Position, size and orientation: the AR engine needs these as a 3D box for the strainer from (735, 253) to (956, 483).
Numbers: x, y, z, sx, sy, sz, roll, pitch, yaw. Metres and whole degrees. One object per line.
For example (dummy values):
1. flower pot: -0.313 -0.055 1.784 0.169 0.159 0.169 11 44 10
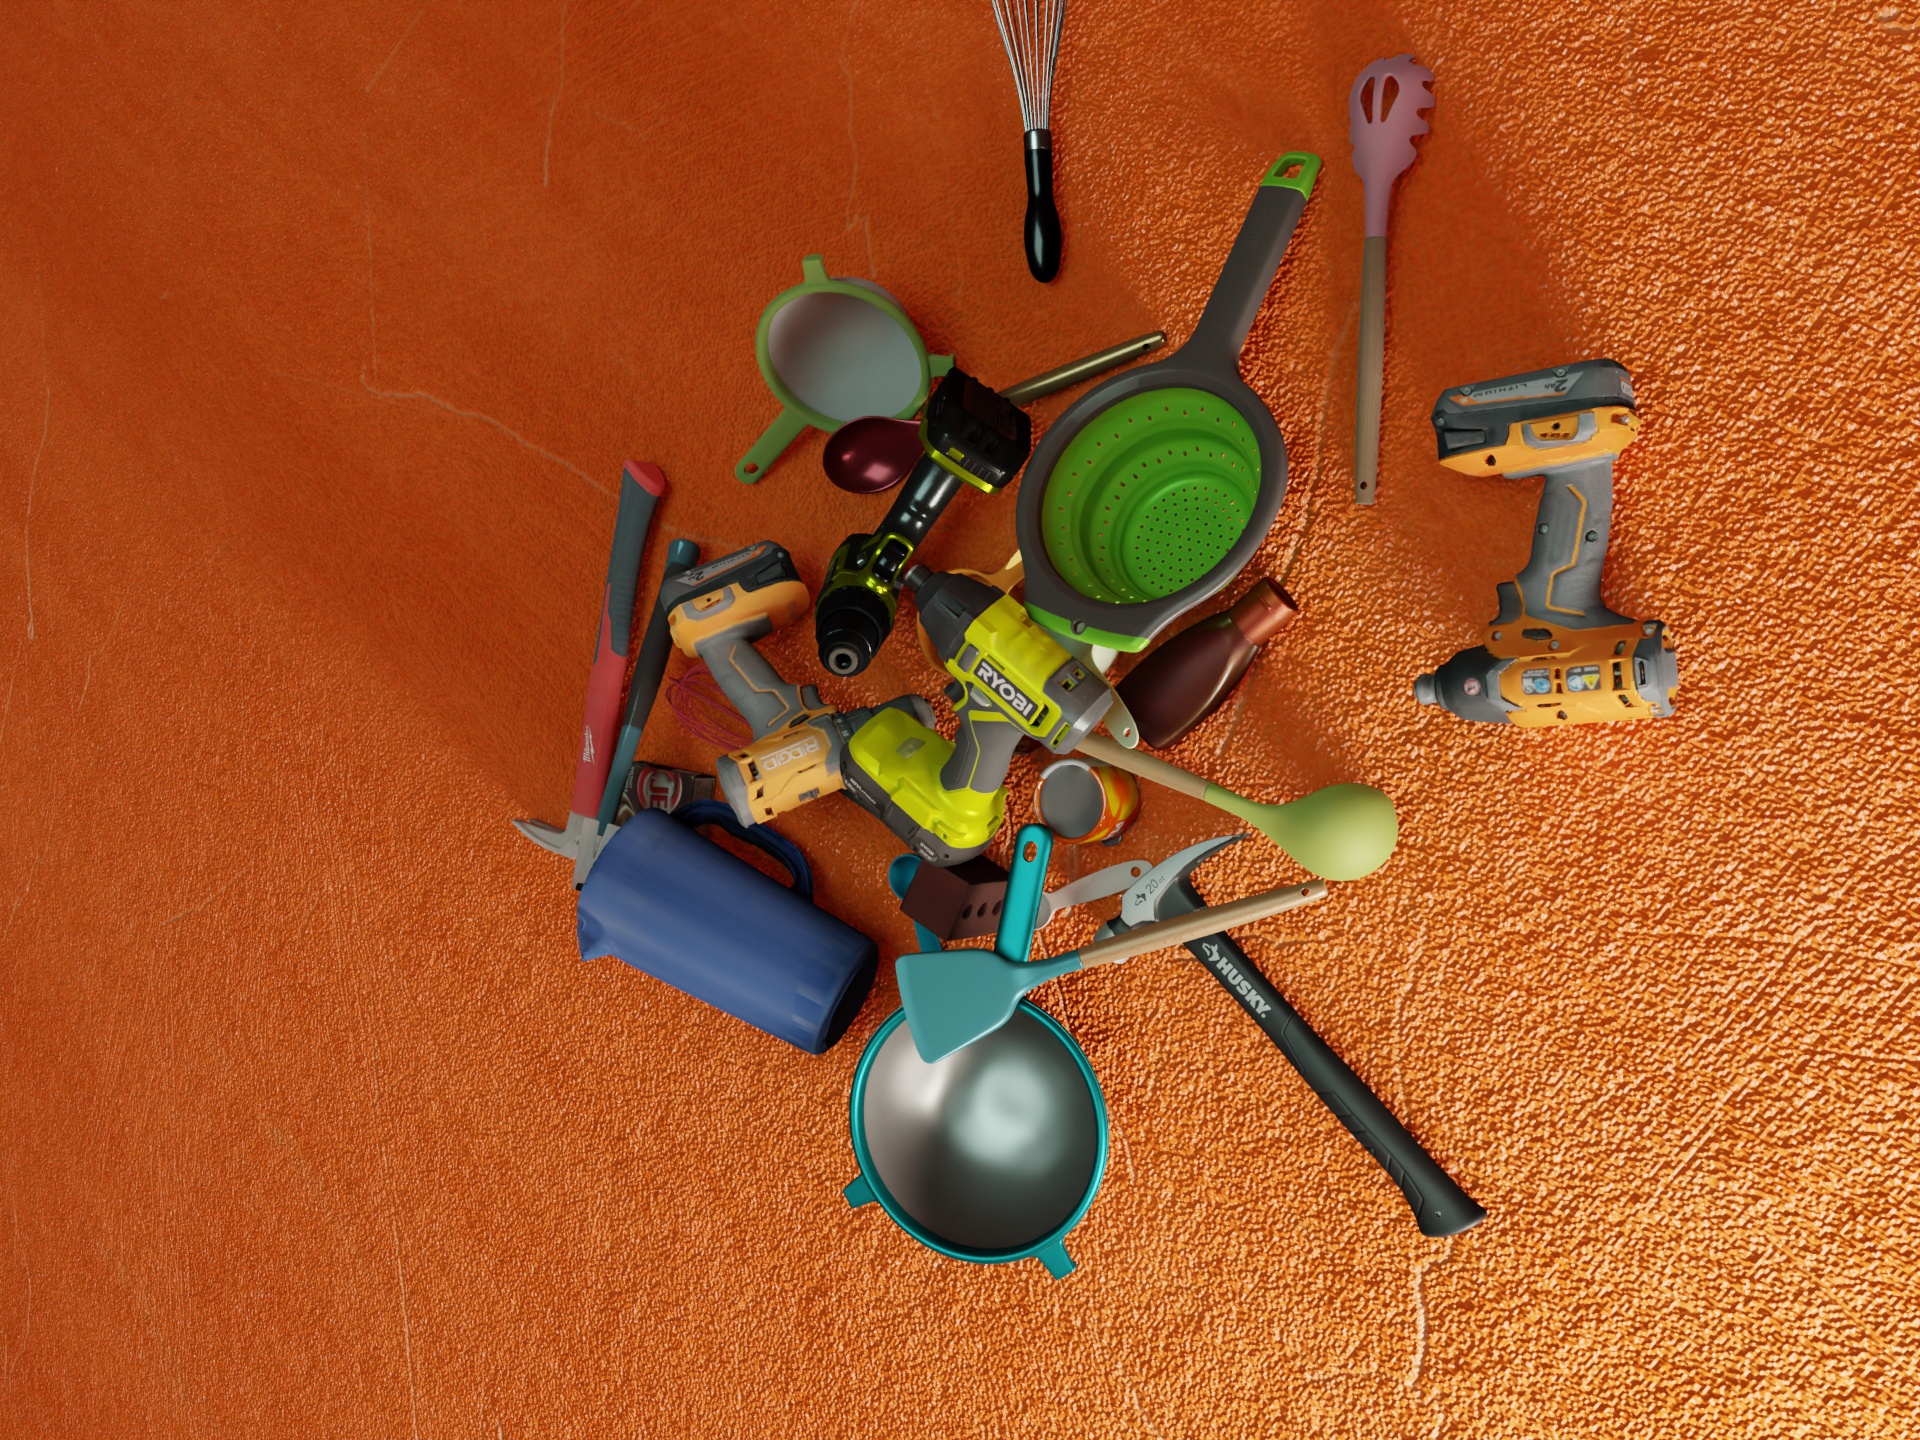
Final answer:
1. strainer: -0.120 -0.293 1.370 0.256 0.151 0.069 -38 26 45

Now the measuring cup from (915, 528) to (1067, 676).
1. measuring cup: 0.042 -0.104 1.271 0.173 0.052 0.095 -43 68 23

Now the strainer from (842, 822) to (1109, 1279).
1. strainer: 0.038 0.246 1.247 0.211 0.095 0.340 12 93 21

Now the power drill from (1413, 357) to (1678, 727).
1. power drill: 0.371 -0.108 1.043 0.164 0.084 0.226 -6 90 33

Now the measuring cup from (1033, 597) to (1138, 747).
1. measuring cup: 0.107 -0.033 1.205 0.083 0.038 0.168 -48 44 22

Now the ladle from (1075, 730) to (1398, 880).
1. ladle: 0.164 0.036 1.169 0.320 0.062 0.078 23 132 27

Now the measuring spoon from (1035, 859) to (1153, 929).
1. measuring spoon: 0.099 0.135 1.258 0.124 0.018 0.034 -23 78 24

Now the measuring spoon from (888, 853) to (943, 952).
1. measuring spoon: -0.025 0.172 1.337 0.042 0.021 0.128 -17 90 31

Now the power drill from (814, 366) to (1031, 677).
1. power drill: -0.040 -0.147 1.243 0.080 0.191 0.228 31 115 -13

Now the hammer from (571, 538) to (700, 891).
1. hammer: -0.293 -0.005 1.438 0.033 0.128 0.331 16 78 -10

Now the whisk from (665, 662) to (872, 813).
1. whisk: -0.144 0.026 1.388 0.296 0.073 0.073 29 105 24

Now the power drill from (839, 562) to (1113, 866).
1. power drill: -0.002 -0.004 1.191 0.171 0.080 0.223 41 138 8

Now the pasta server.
1. pasta server: 0.295 -0.312 1.124 0.060 0.040 0.316 4 96 33

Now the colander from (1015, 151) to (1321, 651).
1. colander: 0.184 -0.224 1.168 0.205 0.094 0.397 21 83 35

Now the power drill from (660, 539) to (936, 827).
1. power drill: -0.140 -0.040 1.348 0.185 0.084 0.226 -22 67 -7

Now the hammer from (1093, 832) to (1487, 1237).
1. hammer: 0.248 0.229 1.146 0.335 0.035 0.146 48 115 23

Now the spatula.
1. spatula: 0.110 0.167 1.152 0.317 0.044 0.082 -19 77 15

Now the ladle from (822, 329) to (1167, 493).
1. ladle: 0.023 -0.256 1.293 0.315 0.031 0.069 -16 124 28

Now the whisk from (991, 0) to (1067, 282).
1. whisk: 0.060 -0.491 1.262 0.070 0.070 0.284 -1 95 33

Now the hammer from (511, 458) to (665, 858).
1. hammer: -0.348 -0.059 1.530 0.143 0.038 0.386 15 98 34
